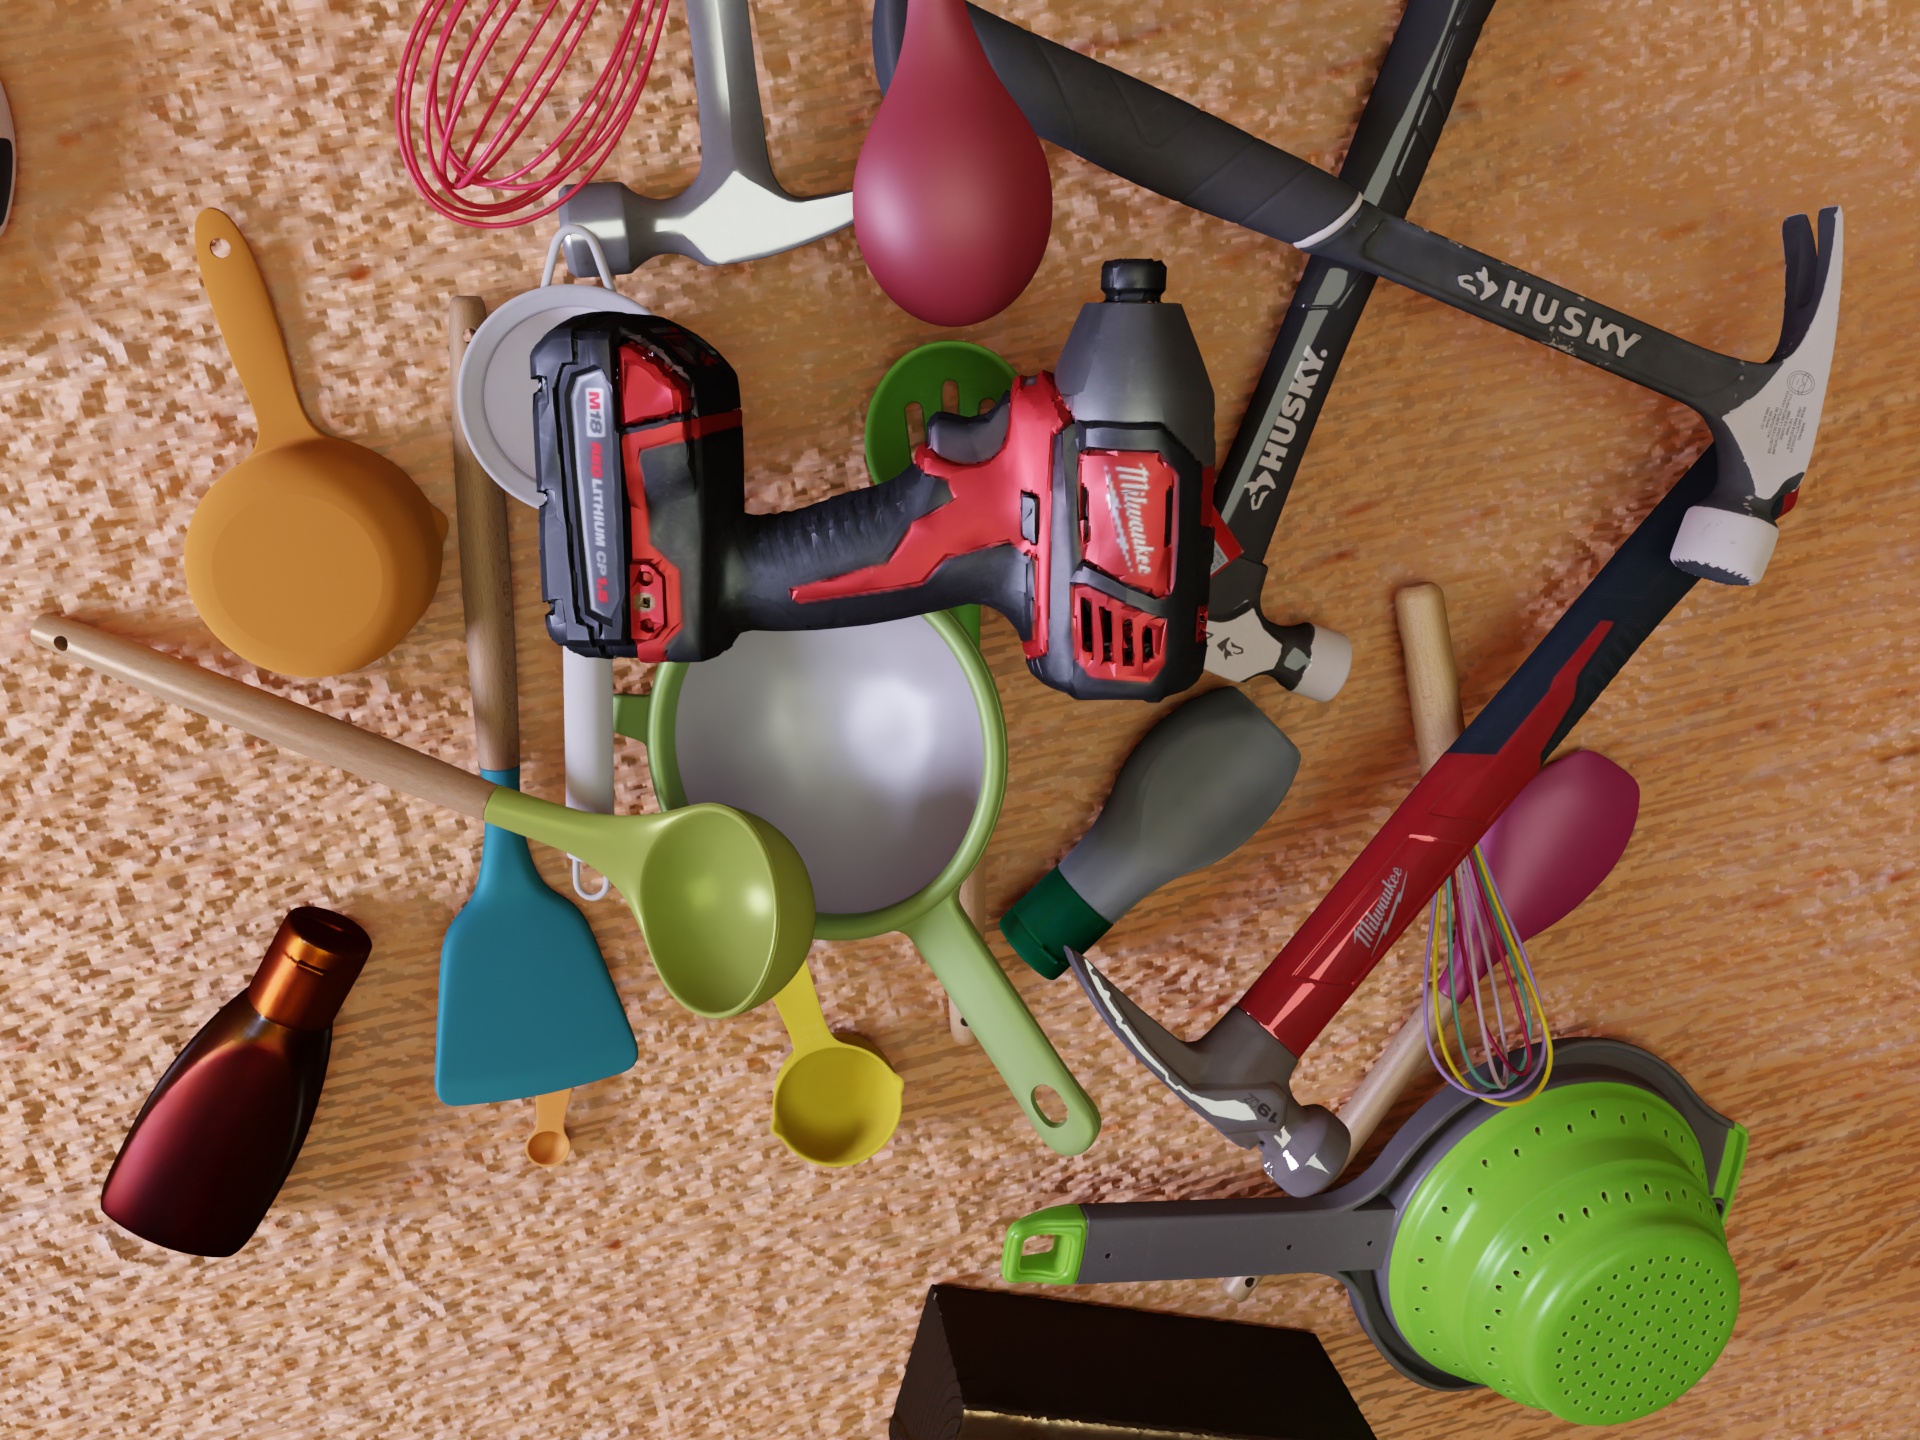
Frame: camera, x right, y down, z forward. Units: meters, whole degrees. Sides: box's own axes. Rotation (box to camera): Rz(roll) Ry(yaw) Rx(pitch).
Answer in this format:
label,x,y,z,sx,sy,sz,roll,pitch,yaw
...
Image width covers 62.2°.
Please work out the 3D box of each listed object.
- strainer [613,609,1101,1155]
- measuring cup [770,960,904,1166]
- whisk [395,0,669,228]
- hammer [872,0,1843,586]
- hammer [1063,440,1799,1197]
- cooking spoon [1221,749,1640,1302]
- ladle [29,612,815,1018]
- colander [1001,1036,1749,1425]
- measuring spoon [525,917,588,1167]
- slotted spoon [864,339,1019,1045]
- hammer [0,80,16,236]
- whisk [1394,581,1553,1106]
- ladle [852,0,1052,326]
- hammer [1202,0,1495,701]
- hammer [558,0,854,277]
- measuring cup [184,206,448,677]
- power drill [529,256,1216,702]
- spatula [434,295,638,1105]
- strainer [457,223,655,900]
label,x,y,z,sx,sy,sz,roll,pitch,yaw
strainer,-0.015,0.051,0.630,0.151,0.069,0.256,-35,86,20
measuring cup,-0.072,0.121,0.704,0.062,0.029,0.156,-20,98,-3
whisk,-0.093,-0.292,0.514,0.073,0.073,0.296,30,94,-17
hammer,0.158,-0.186,0.598,0.408,0.036,0.149,19,94,-14
hammer,0.213,0.007,0.669,0.143,0.038,0.386,42,84,-9
cooking spoon,0.219,0.153,0.763,0.068,0.017,0.319,31,99,-15
ladle,-0.203,0.025,0.591,0.320,0.062,0.078,21,105,1
colander,0.218,0.259,0.738,0.397,0.095,0.204,3,109,-16
measuring spoon,-0.176,0.140,0.695,0.021,0.011,0.117,6,102,-12
slotted spoon,-0.001,-0.002,0.672,0.070,0.031,0.313,-1,109,-1
hammer,-0.478,-0.245,0.509,0.331,0.033,0.128,24,102,-16
whisk,0.227,0.058,0.711,0.051,0.047,0.245,-15,100,-19
ladle,-0.011,-0.289,0.512,0.069,0.031,0.315,-6,103,-6
hammer,0.147,-0.180,0.639,0.146,0.035,0.334,17,103,-15
hammer,-0.091,-0.365,0.539,0.144,0.035,0.405,-7,108,-7
measuring cup,-0.251,-0.098,0.583,0.095,0.052,0.173,-14,111,-6
power drill,-0.024,-0.083,0.534,0.219,0.078,0.143,3,105,7
spatula,-0.181,-0.004,0.630,0.082,0.044,0.317,-7,107,-23
strainer,-0.145,-0.054,0.611,0.087,0.050,0.258,0,102,-9
